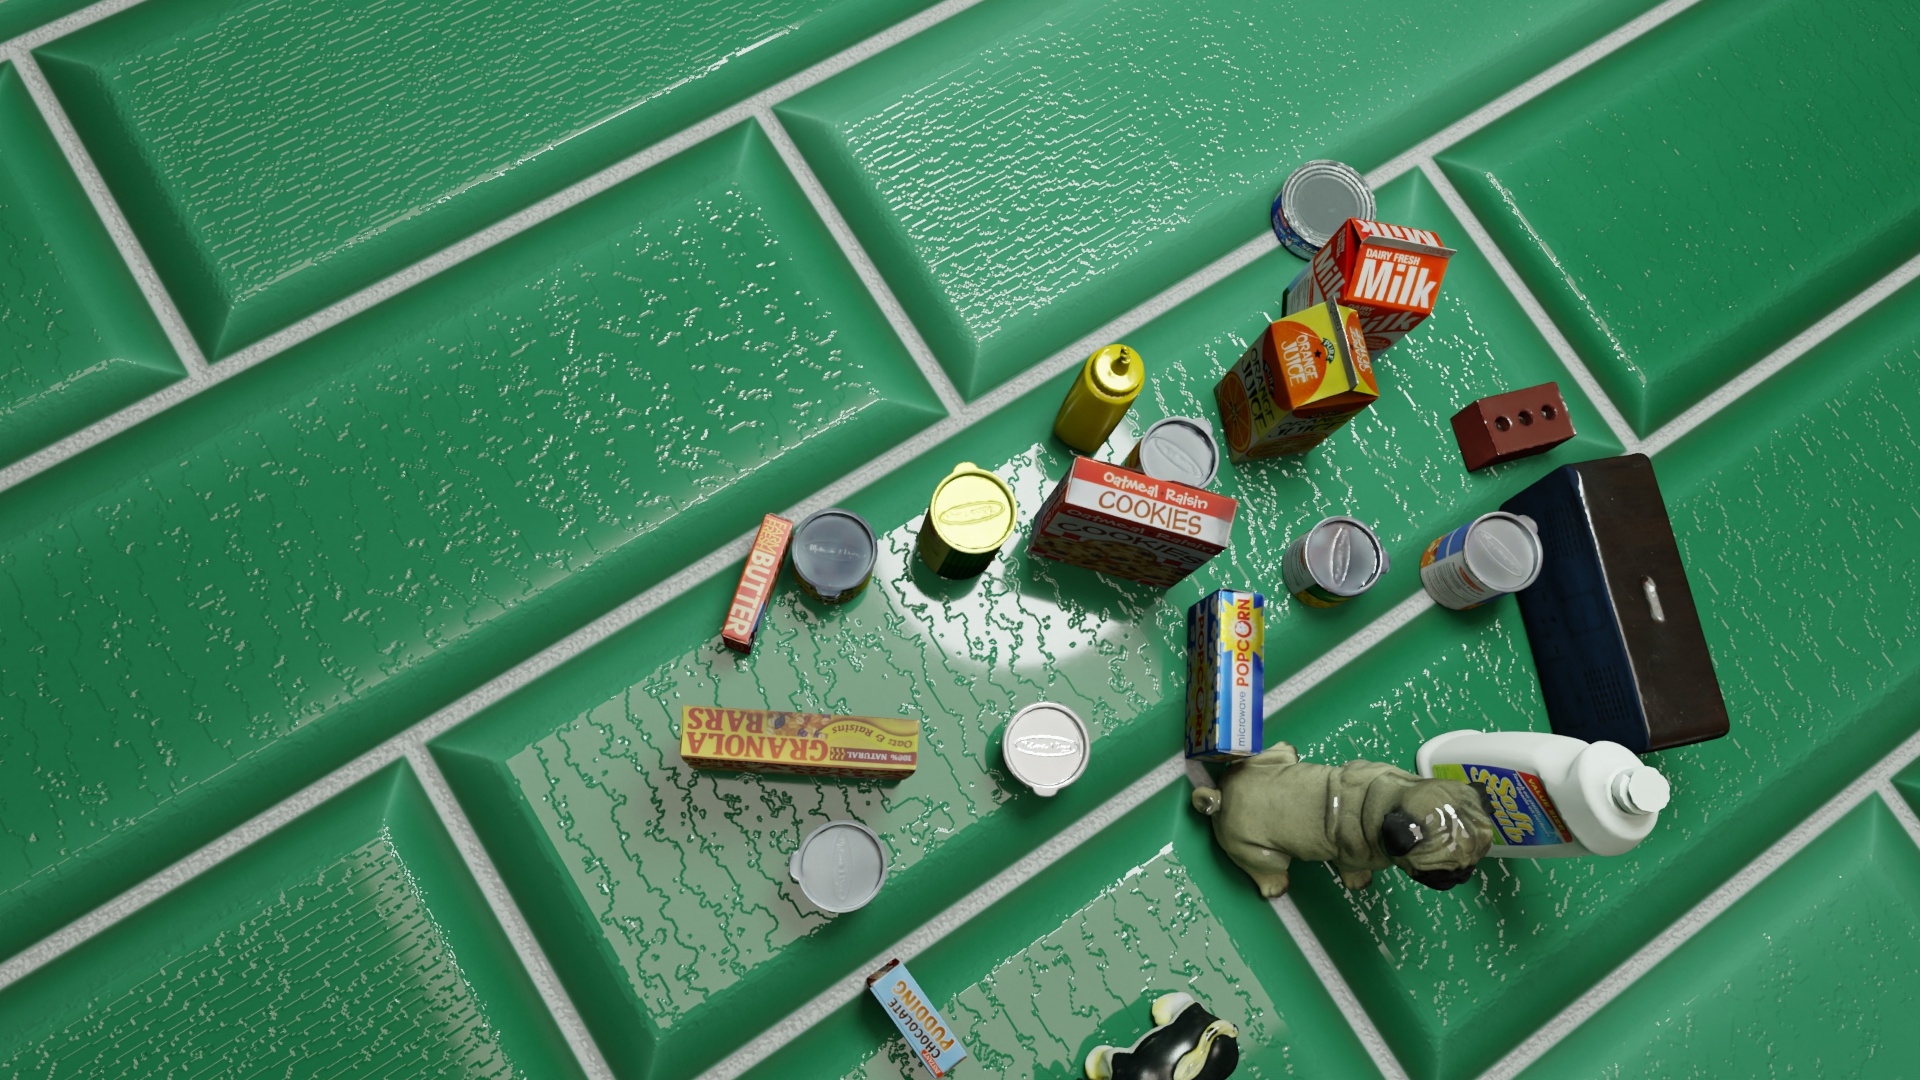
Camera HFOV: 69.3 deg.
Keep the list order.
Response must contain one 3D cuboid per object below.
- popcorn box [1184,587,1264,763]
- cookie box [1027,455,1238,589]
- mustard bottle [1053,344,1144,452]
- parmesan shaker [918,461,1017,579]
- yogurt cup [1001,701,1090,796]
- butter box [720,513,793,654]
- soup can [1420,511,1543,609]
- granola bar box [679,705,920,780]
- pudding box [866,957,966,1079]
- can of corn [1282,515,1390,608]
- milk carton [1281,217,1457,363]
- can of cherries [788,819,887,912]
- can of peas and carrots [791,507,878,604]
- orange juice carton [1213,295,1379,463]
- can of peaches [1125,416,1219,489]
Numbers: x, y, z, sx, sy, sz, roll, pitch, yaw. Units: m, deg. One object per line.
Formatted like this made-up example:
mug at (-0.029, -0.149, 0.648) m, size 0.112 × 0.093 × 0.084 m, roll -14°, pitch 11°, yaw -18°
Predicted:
popcorn box at (0.207, 0.108, 1.090) m, size 0.038 × 0.085 × 0.127 m, roll 5°, pitch 76°, yaw -6°
cookie box at (0.127, -0.011, 1.067) m, size 0.123 × 0.167 × 0.040 m, roll 15°, pitch 76°, yaw -3°
mustard bottle at (0.114, -0.118, 1.095) m, size 0.049 × 0.160 × 0.065 m, roll 29°, pitch 75°, yaw 0°
parmesan shaker at (0.004, -0.014, 1.086) m, size 0.071 × 0.103 × 0.071 m, roll 2°, pitch 77°, yaw -7°
yogurt cup at (0.063, 0.161, 1.076) m, size 0.072 × 0.054 × 0.072 m, roll 2°, pitch 76°, yaw -7°
butter box at (-0.157, 0.034, 1.080) m, size 0.024 × 0.053 × 0.104 m, roll 19°, pitch 75°, yaw -2°
soup can at (0.428, 0.016, 1.141) m, size 0.071 × 0.083 × 0.071 m, roll 2°, pitch 77°, yaw -7°
granola bar box at (-0.118, 0.151, 1.019) m, size 0.166 × 0.124 × 0.039 m, roll 4°, pitch 77°, yaw -6°
pudding box at (-0.033, 0.350, 1.020) m, size 0.030 × 0.049 × 0.084 m, roll -35°, pitch 83°, yaw -13°
can of corn at (0.307, 0.019, 1.138) m, size 0.071 × 0.058 × 0.071 m, roll 2°, pitch 76°, yaw -7°
milk carton at (0.326, -0.201, 1.126) m, size 0.072 × 0.190 × 0.073 m, roll 8°, pitch 76°, yaw -5°
can of cherries at (-0.092, 0.242, 1.035) m, size 0.071 × 0.058 × 0.071 m, roll 2°, pitch 76°, yaw -7°
can of peas and carrots at (-0.099, 0.016, 1.089) m, size 0.071 × 0.058 × 0.071 m, roll 2°, pitch 76°, yaw -7°
orange juice carton at (0.269, -0.124, 1.099) m, size 0.073 × 0.192 × 0.072 m, roll -9°, pitch 78°, yaw -9°
can of peaches at (0.174, -0.064, 1.142) m, size 0.071 × 0.058 × 0.071 m, roll 2°, pitch 76°, yaw -7°
